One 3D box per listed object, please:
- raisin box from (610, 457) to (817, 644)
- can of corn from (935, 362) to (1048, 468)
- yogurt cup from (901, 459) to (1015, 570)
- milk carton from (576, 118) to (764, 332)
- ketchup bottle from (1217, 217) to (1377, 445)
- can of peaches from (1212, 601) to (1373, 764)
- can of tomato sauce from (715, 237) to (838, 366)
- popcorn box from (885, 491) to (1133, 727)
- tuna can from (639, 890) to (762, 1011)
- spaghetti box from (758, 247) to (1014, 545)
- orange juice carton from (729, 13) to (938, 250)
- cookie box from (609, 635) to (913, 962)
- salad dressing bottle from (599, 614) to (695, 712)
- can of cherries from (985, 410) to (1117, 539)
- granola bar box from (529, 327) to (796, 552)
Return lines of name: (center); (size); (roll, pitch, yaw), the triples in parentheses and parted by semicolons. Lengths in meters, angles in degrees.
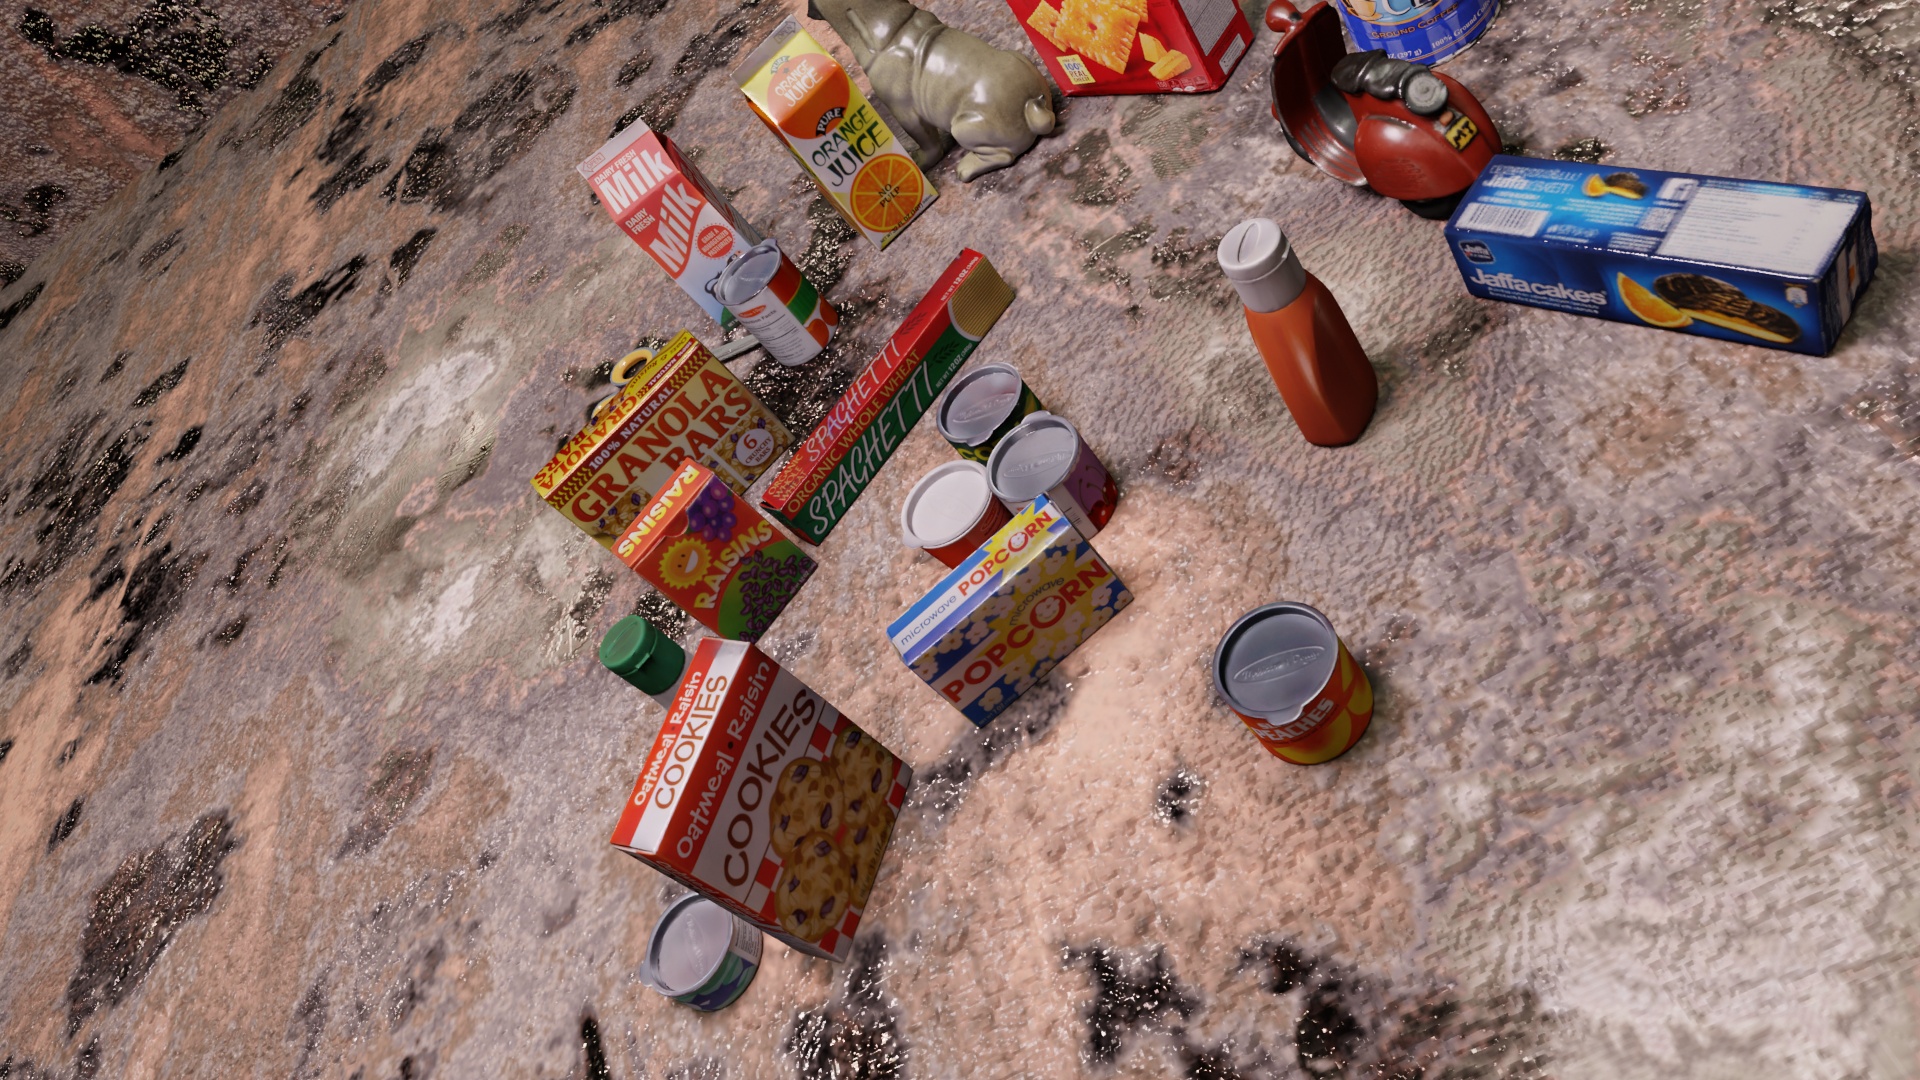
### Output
raisin box: (-0.170, 0.013, 0.972); (0.086, 0.123, 0.040); (-51, 43, -8)
can of corn: (0.026, -0.075, 0.942); (0.071, 0.058, 0.071); (-20, 47, 24)
yogurt cup: (0.003, -0.011, 0.911); (0.072, 0.053, 0.073); (-20, 47, 24)
milk carton: (-0.242, -0.278, 1.209); (0.072, 0.190, 0.074); (-35, 43, 10)
ketchup bottle: (0.191, -0.119, 0.784); (0.043, 0.148, 0.065); (0, 58, 38)
can of peaches: (0.171, 0.076, 0.711); (0.071, 0.058, 0.071); (-20, 47, 24)
can of tomato sauce: (-0.151, -0.197, 1.155); (0.071, 0.083, 0.071); (-20, 47, 24)
popcorn box: (0.030, 0.043, 0.824); (0.126, 0.085, 0.038); (-41, 42, 3)
tuna can: (-0.157, 0.249, 0.839); (0.071, 0.032, 0.071); (-20, 47, 24)
spaghetti box: (-0.052, -0.107, 1.033); (0.029, 0.050, 0.250); (27, 76, 46)
orange juice carton: (-0.108, -0.339, 1.155); (0.072, 0.192, 0.073); (-44, 42, 0)
cookie box: (-0.106, 0.148, 0.782); (0.040, 0.167, 0.123); (-1, 57, 37)
salad dressing bottle: (-0.165, 0.098, 0.881); (0.064, 0.147, 0.044); (-49, 42, -5)
can of cherries: (0.060, -0.039, 0.887); (0.071, 0.058, 0.072); (-20, 47, 24)
granola bar box: (-0.227, -0.063, 1.075); (0.165, 0.124, 0.039); (-46, 42, -2)
